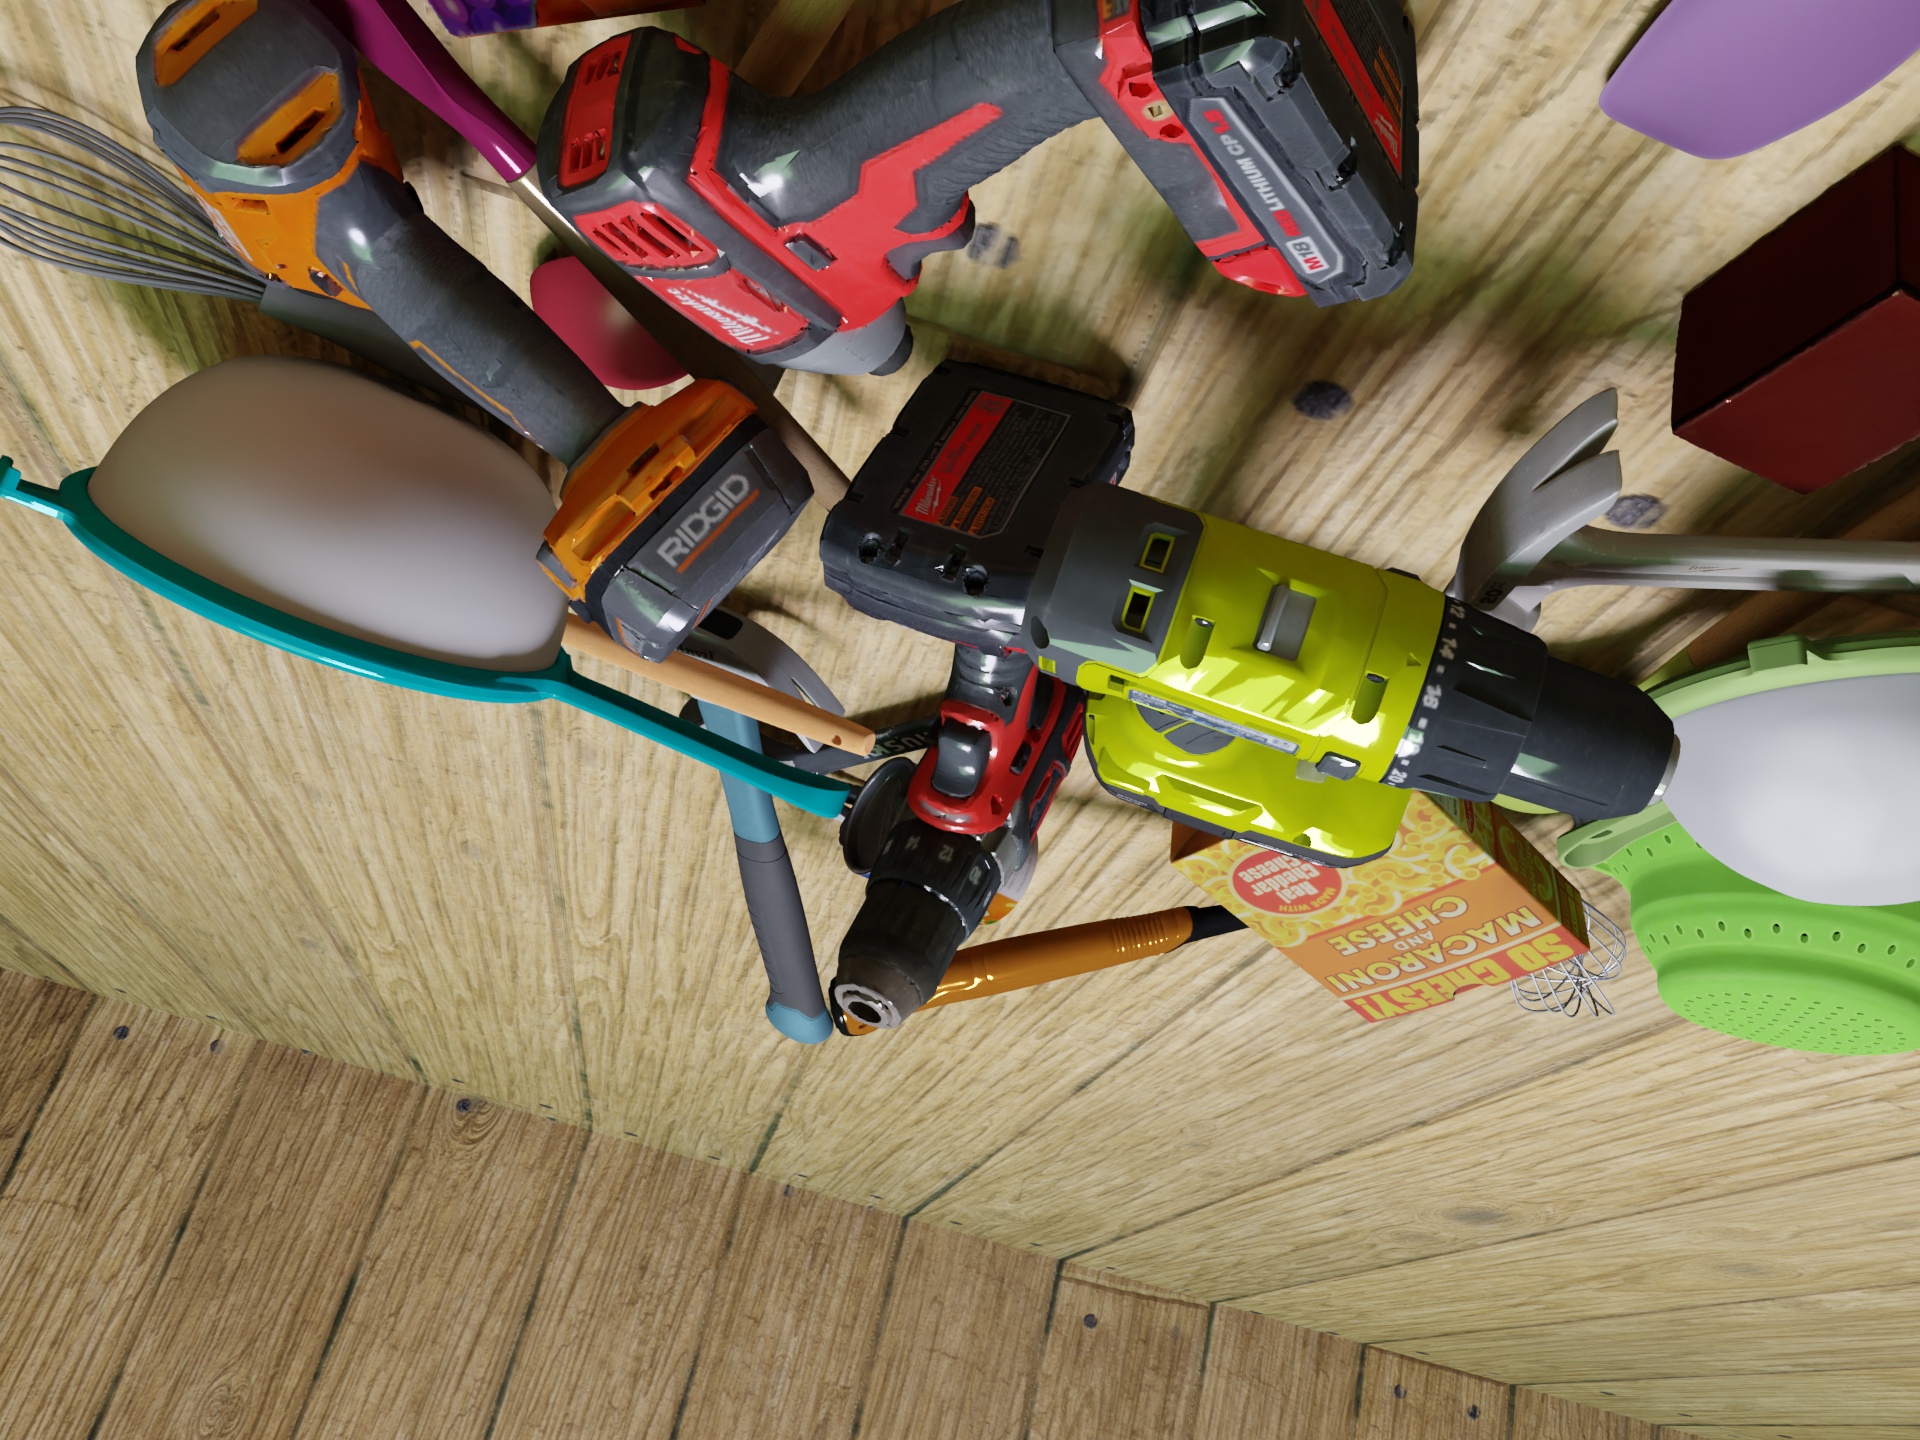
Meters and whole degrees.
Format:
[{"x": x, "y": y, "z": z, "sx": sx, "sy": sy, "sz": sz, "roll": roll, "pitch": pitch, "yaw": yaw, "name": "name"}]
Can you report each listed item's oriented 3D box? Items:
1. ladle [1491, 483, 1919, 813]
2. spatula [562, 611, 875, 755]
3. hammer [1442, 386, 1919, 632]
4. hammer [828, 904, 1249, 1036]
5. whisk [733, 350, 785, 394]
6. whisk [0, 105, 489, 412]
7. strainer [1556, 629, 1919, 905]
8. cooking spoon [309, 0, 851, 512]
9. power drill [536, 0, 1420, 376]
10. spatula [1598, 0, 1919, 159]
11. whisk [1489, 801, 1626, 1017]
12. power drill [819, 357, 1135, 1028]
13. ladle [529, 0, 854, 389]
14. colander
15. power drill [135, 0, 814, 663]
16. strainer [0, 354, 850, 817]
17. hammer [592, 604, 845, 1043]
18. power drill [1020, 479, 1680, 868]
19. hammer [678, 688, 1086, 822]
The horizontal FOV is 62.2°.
[{"x": 0.292, "y": -0.046, "z": 0.587, "sx": 0.078, "sy": 0.062, "sz": 0.320, "roll": 18, "pitch": 148, "yaw": -14, "name": "ladle"}, {"x": -0.189, "y": -0.038, "z": 0.784, "sx": 0.323, "sy": 0.041, "sz": 0.081, "roll": 20, "pitch": 123, "yaw": 19, "name": "spatula"}, {"x": 0.337, "y": -0.047, "z": 0.472, "sx": 0.359, "sy": 0.037, "sz": 0.149, "roll": 2, "pitch": 165, "yaw": 2, "name": "hammer"}, {"x": 0.093, "y": 0.117, "z": 0.862, "sx": 0.337, "sy": 0.034, "sz": 0.127, "roll": -13, "pitch": 151, "yaw": 0, "name": "hammer"}, {"x": -0.108, "y": -0.103, "z": 0.665, "sx": 0.057, "sy": 0.059, "sz": 0.246, "roll": 12, "pitch": 151, "yaw": -18, "name": "whisk"}, {"x": -0.268, "y": -0.169, "z": 0.620, "sx": 0.238, "sy": 0.055, "sz": 0.055, "roll": 21, "pitch": 154, "yaw": -24, "name": "whisk"}, {"x": 0.294, "y": 0.042, "z": 0.585, "sx": 0.151, "sy": 0.069, "sz": 0.256, "roll": 5, "pitch": 161, "yaw": -8, "name": "strainer"}, {"x": -0.124, "y": -0.162, "z": 0.518, "sx": 0.069, "sy": 0.017, "sz": 0.318, "roll": 31, "pitch": 170, "yaw": 47, "name": "cooking spoon"}, {"x": 0.006, "y": -0.152, "z": 0.442, "sx": 0.220, "sy": 0.079, "sz": 0.143, "roll": -5, "pitch": 160, "yaw": 32, "name": "power drill"}, {"x": 0.237, "y": -0.213, "z": 0.293, "sx": 0.059, "sy": 0.018, "sz": 0.315, "roll": 18, "pitch": 155, "yaw": -9, "name": "spatula"}, {"x": 0.279, "y": 0.076, "z": 0.810, "sx": 0.070, "sy": 0.070, "sz": 0.284, "roll": -6, "pitch": 142, "yaw": 37, "name": "whisk"}, {"x": -0.001, "y": -0.002, "z": 0.621, "sx": 0.080, "sy": 0.188, "sz": 0.226, "roll": 18, "pitch": 143, "yaw": 15, "name": "power drill"}, {"x": -0.074, "y": -0.184, "z": 0.508, "sx": 0.069, "sy": 0.031, "sz": 0.315, "roll": 27, "pitch": 150, "yaw": -21, "name": "ladle"}, {"x": 0.400, "y": 0.071, "z": 0.638, "sx": 0.204, "sy": 0.094, "sz": 0.397, "roll": 20, "pitch": 161, "yaw": -11, "name": "colander"}, {"x": -0.161, "y": -0.124, "z": 0.542, "sx": 0.226, "sy": 0.084, "sz": 0.164, "roll": 44, "pitch": 170, "yaw": -8, "name": "power drill"}, {"x": -0.189, "y": -0.067, "z": 0.661, "sx": 0.340, "sy": 0.095, "sz": 0.211, "roll": 24, "pitch": -171, "yaw": 1, "name": "strainer"}, {"x": -0.113, "y": 0.070, "z": 0.893, "sx": 0.128, "sy": 0.033, "sz": 0.330, "roll": 14, "pitch": 136, "yaw": 22, "name": "hammer"}, {"x": 0.123, "y": -0.003, "z": 0.555, "sx": 0.190, "sy": 0.080, "sz": 0.228, "roll": 19, "pitch": 173, "yaw": 8, "name": "power drill"}, {"x": 0.028, "y": -0.001, "z": 0.810, "sx": 0.409, "sy": 0.036, "sz": 0.149, "roll": -14, "pitch": 144, "yaw": 44, "name": "hammer"}]
